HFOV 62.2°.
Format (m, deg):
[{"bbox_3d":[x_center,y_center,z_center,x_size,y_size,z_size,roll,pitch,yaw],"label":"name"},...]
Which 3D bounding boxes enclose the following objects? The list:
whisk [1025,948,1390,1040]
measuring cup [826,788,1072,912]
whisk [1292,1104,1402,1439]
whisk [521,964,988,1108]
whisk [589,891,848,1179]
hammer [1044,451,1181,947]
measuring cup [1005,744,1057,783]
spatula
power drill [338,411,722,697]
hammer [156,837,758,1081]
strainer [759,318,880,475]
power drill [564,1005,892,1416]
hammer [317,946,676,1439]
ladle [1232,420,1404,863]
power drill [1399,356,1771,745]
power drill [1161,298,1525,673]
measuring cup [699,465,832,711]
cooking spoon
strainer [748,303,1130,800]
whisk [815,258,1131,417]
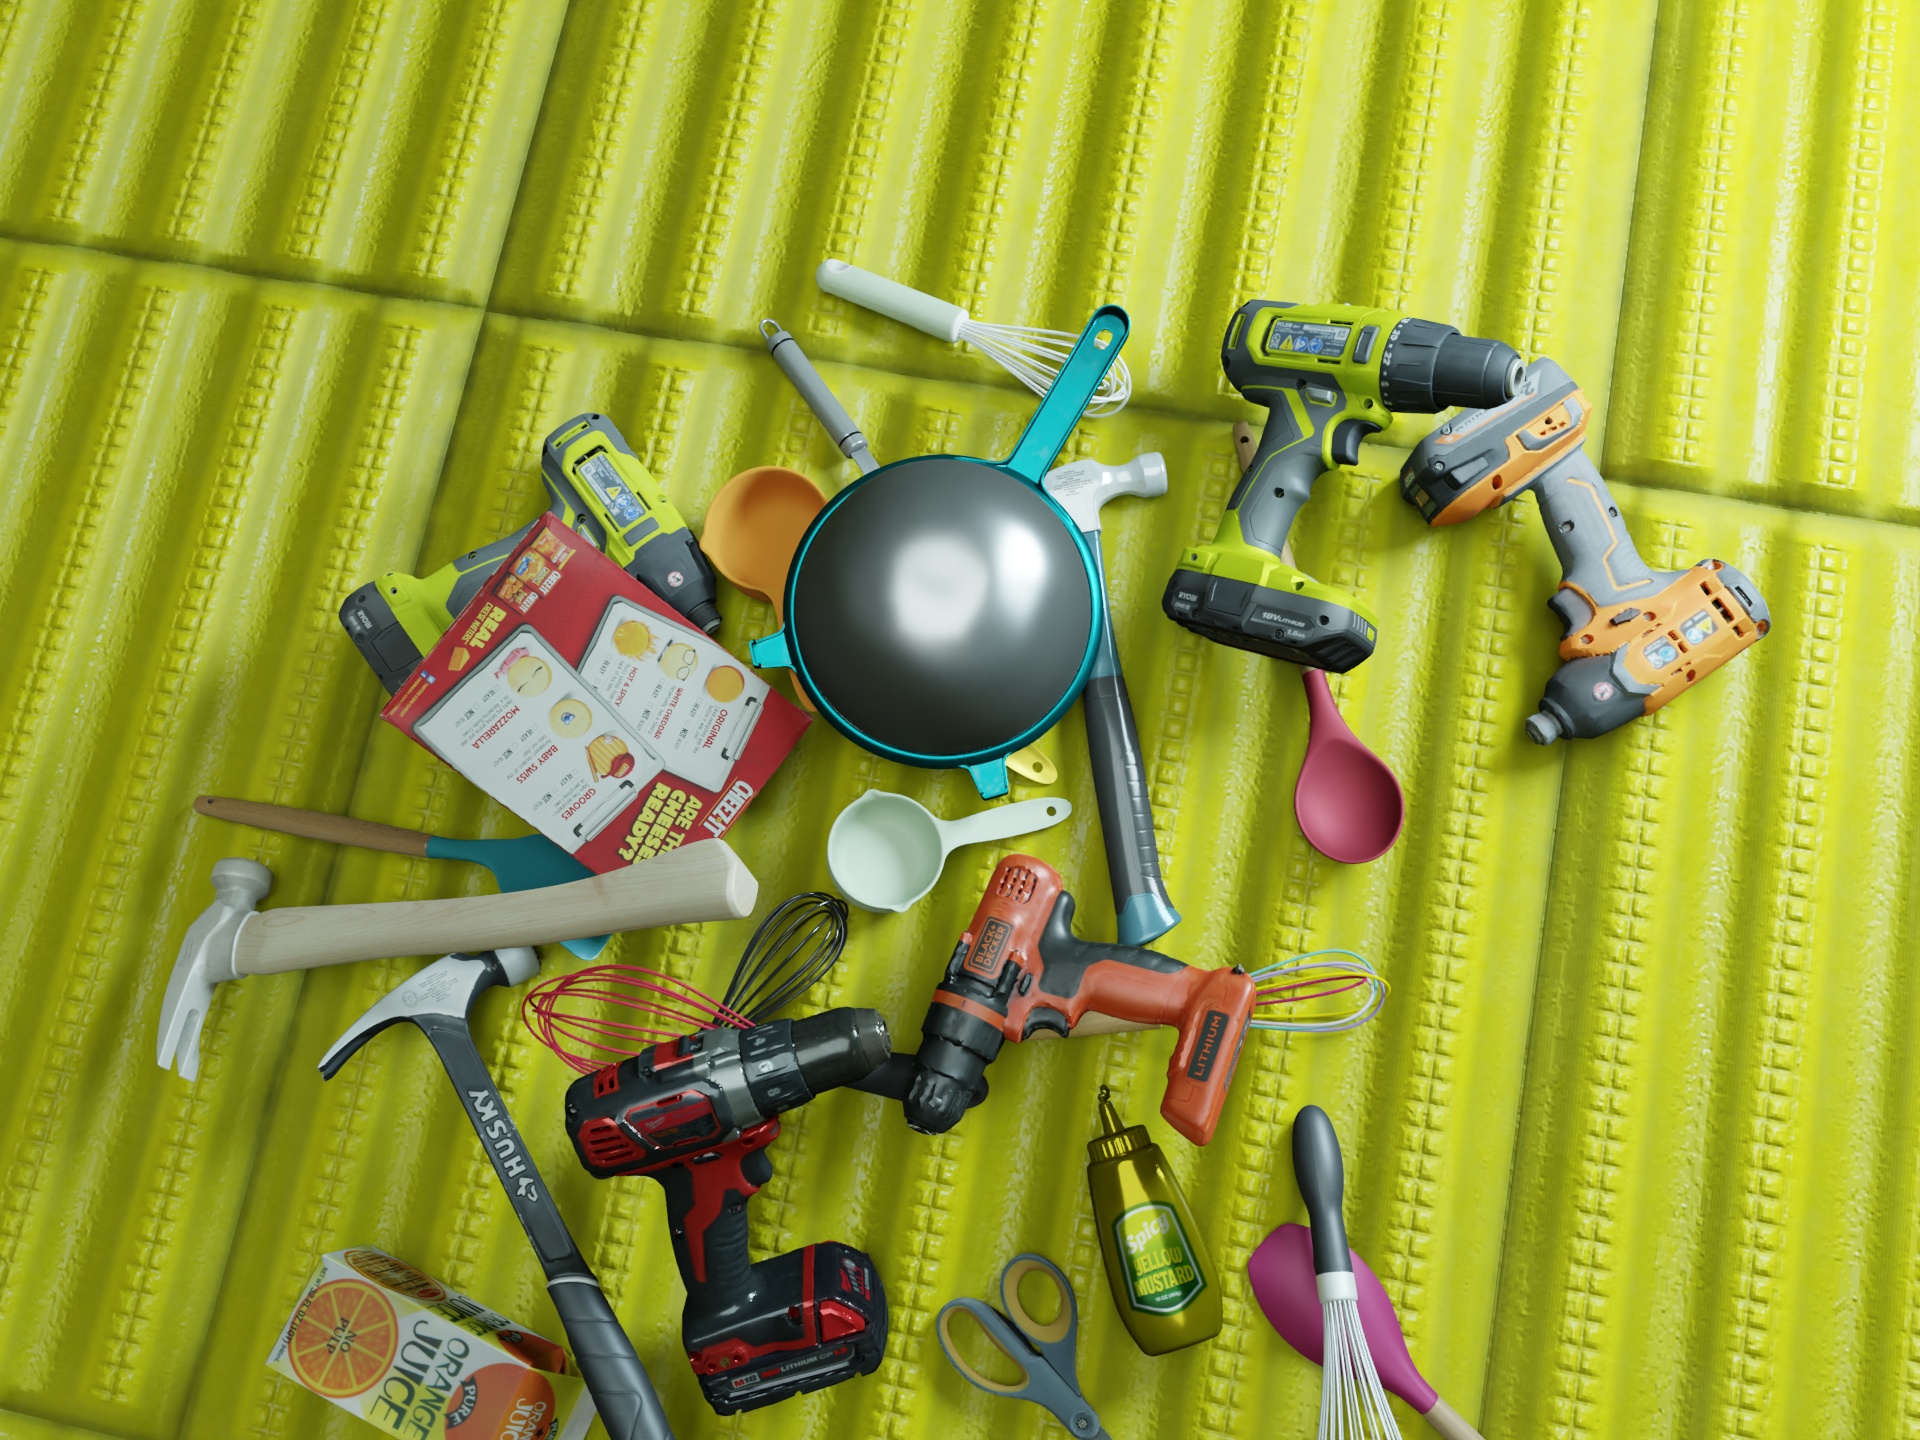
[{"bbox_3d":[0.148,0.179,1.008,0.245,0.047,0.051,-7,79,6],"label":"whisk"},{"bbox_3d":[-0.008,0.079,1.051,0.167,0.038,0.083,-12,75,-15],"label":"measuring cup"},{"bbox_3d":[0.225,0.366,0.932,0.070,0.070,0.285,-5,61,3],"label":"whisk"},{"bbox_3d":[-0.122,0.204,0.982,0.295,0.073,0.073,14,79,-14],"label":"whisk"},{"bbox_3d":[-0.158,0.203,1.026,0.055,0.055,0.239,41,88,11],"label":"whisk"},{"bbox_3d":[0.098,-0.014,1.057,0.128,0.033,0.331,-9,78,2],"label":"hammer"},{"bbox_3d":[-0.002,-0.003,1.072,0.156,0.029,0.062,35,83,-1],"label":"measuring cup"},{"bbox_3d":[-0.376,0.089,1.071,0.317,0.044,0.082,9,48,14],"label":"spatula"},{"bbox_3d":[-0.286,-0.081,1.081,0.223,0.080,0.171,-36,82,-6],"label":"power drill"},{"bbox_3d":[-0.315,0.134,0.977,0.410,0.038,0.146,-9,56,20],"label":"hammer"},{"bbox_3d":[-0.071,-0.185,1.105,0.087,0.050,0.259,-30,74,-18],"label":"strainer"},{"bbox_3d":[-0.108,0.278,0.934,0.188,0.080,0.226,-18,109,1],"label":"power drill"},{"bbox_3d":[-0.248,0.326,0.962,0.149,0.036,0.409,-25,69,-23],"label":"hammer"},{"bbox_3d":[0.226,-0.056,1.060,0.069,0.031,0.316,-15,75,8],"label":"ladle"},{"bbox_3d":[0.387,-0.102,1.031,0.164,0.084,0.226,-35,81,-1],"label":"power drill"},{"bbox_3d":[0.236,-0.152,1.009,0.191,0.080,0.228,18,88,36],"label":"power drill"},{"bbox_3d":[-0.116,-0.084,1.081,0.095,0.052,0.174,-16,80,1],"label":"measuring cup"},{"bbox_3d":[0.302,0.430,0.954,0.319,0.017,0.069,43,85,12],"label":"cooking spoon"},{"bbox_3d":[0.021,-0.133,1.012,0.211,0.095,0.340,30,84,4],"label":"strainer"},{"bbox_3d":[0.007,-0.273,1.116,0.246,0.059,0.058,25,44,13],"label":"whisk"}]
